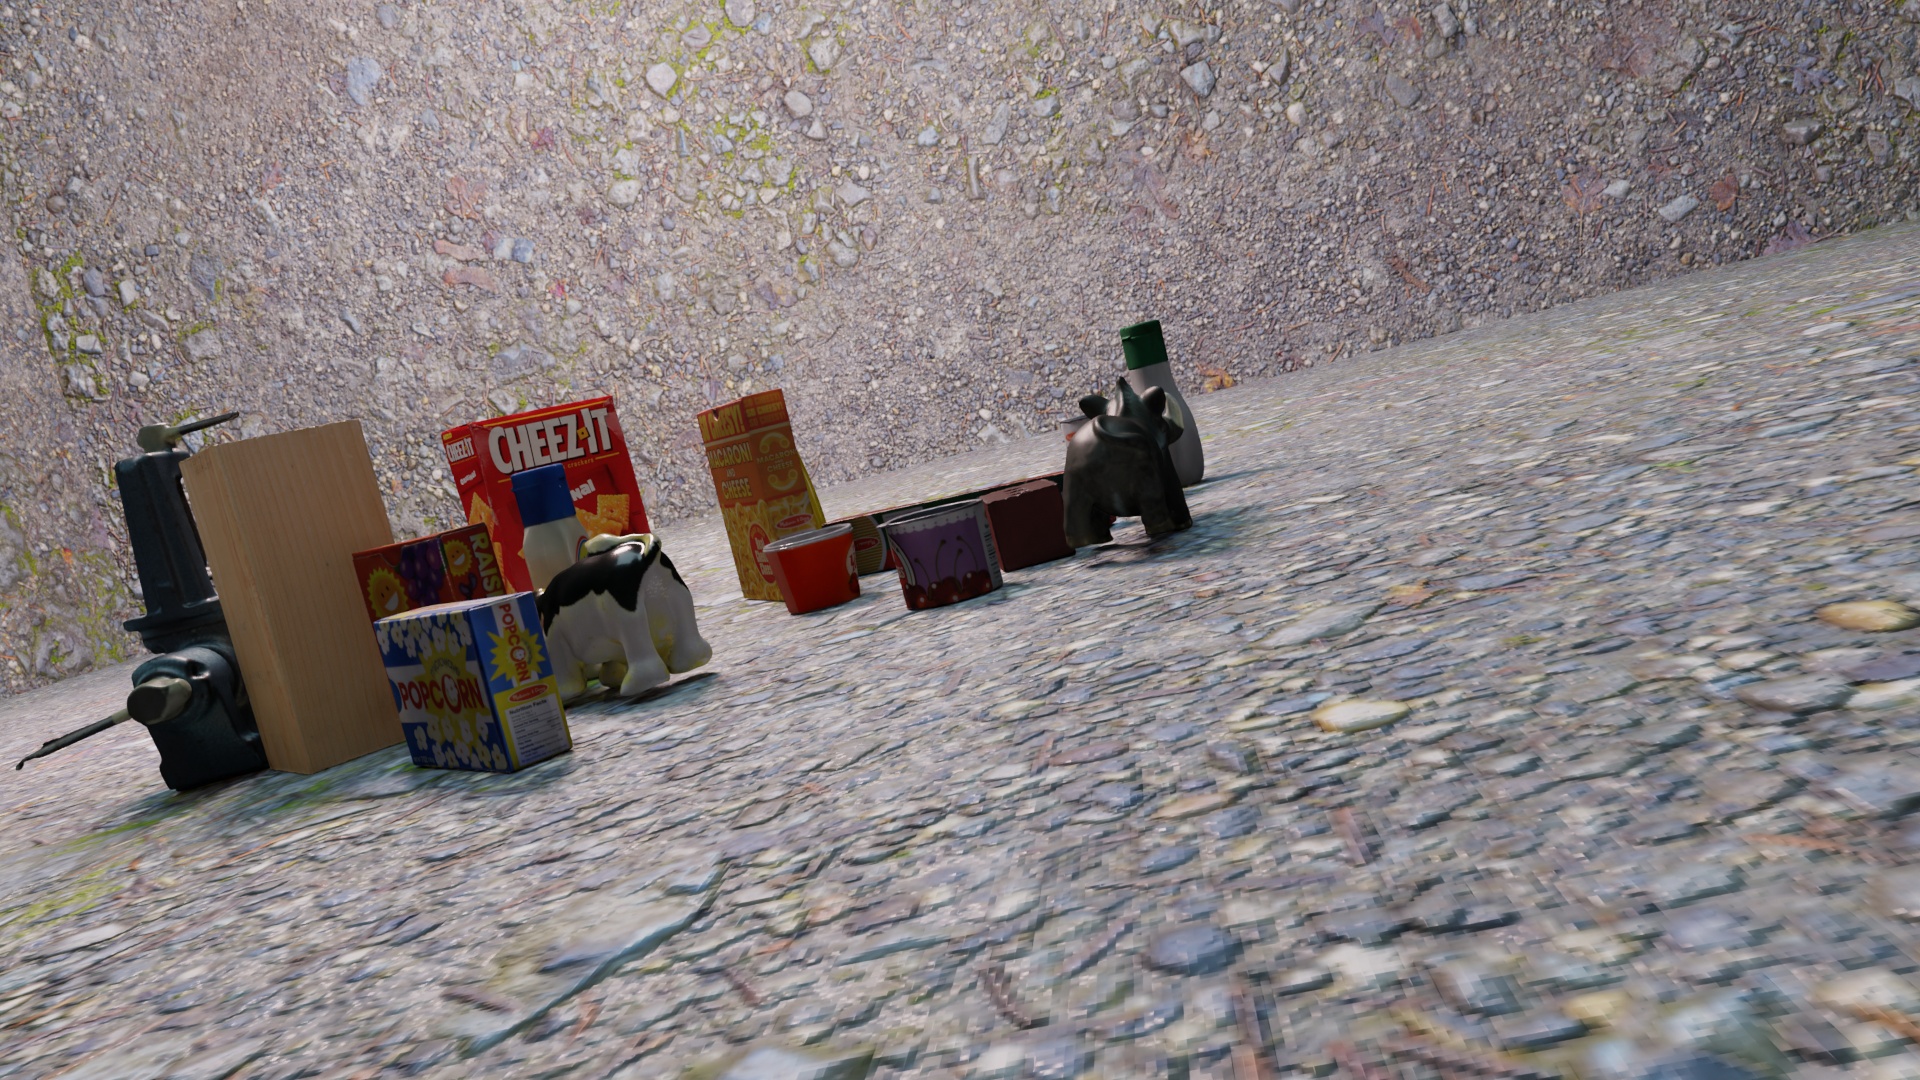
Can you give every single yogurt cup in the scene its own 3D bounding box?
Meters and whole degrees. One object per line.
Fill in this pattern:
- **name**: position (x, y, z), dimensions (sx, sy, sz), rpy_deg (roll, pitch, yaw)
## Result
- **yogurt cup**: position (-0.106, 0.022, 1.025), dimensions (0.072, 0.054, 0.072), rpy_deg (-14, 6, 2)

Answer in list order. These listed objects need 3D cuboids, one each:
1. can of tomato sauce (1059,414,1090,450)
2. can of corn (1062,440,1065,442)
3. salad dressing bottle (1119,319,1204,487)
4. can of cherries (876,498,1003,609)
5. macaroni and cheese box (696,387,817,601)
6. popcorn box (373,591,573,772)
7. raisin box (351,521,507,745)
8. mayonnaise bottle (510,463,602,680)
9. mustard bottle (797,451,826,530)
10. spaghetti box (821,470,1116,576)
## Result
- **can of tomato sauce**: position (0.128, -0.070, 1.186), dimensions (0.071, 0.083, 0.071), rpy_deg (-14, 6, 2)
- **can of corn**: position (0.140, -0.077, 1.344), dimensions (0.071, 0.058, 0.071), rpy_deg (-14, 6, 2)
- **salad dressing bottle**: position (0.174, -0.119, 1.223), dimensions (0.044, 0.147, 0.064), rpy_deg (-17, 6, -30)
- **can of cherries**: position (-0.013, 0.009, 0.900), dimensions (0.071, 0.058, 0.071), rpy_deg (-14, 6, 2)
- **macaroni and cheese box**: position (-0.164, -0.035, 1.144), dimensions (0.040, 0.166, 0.123), rpy_deg (-17, 6, -26)
- **popcorn box**: position (-0.259, 0.075, 0.734), dimensions (0.038, 0.085, 0.126), rpy_deg (-19, 8, -43)
- **raisin box**: position (-0.311, 0.057, 0.838), dimensions (0.086, 0.123, 0.040), rpy_deg (-11, 6, 33)
- **mayonnaise bottle**: position (-0.273, 0.022, 0.961), dimensions (0.041, 0.148, 0.065), rpy_deg (-14, 5, 4)
- **mustard bottle**: position (-0.172, -0.051, 1.344), dimensions (0.065, 0.160, 0.049), rpy_deg (-15, 5, -6)
- **spaghetti box**: position (0.004, -0.014, 1.117), dimensions (0.250, 0.050, 0.029), rpy_deg (-11, 6, 26)
